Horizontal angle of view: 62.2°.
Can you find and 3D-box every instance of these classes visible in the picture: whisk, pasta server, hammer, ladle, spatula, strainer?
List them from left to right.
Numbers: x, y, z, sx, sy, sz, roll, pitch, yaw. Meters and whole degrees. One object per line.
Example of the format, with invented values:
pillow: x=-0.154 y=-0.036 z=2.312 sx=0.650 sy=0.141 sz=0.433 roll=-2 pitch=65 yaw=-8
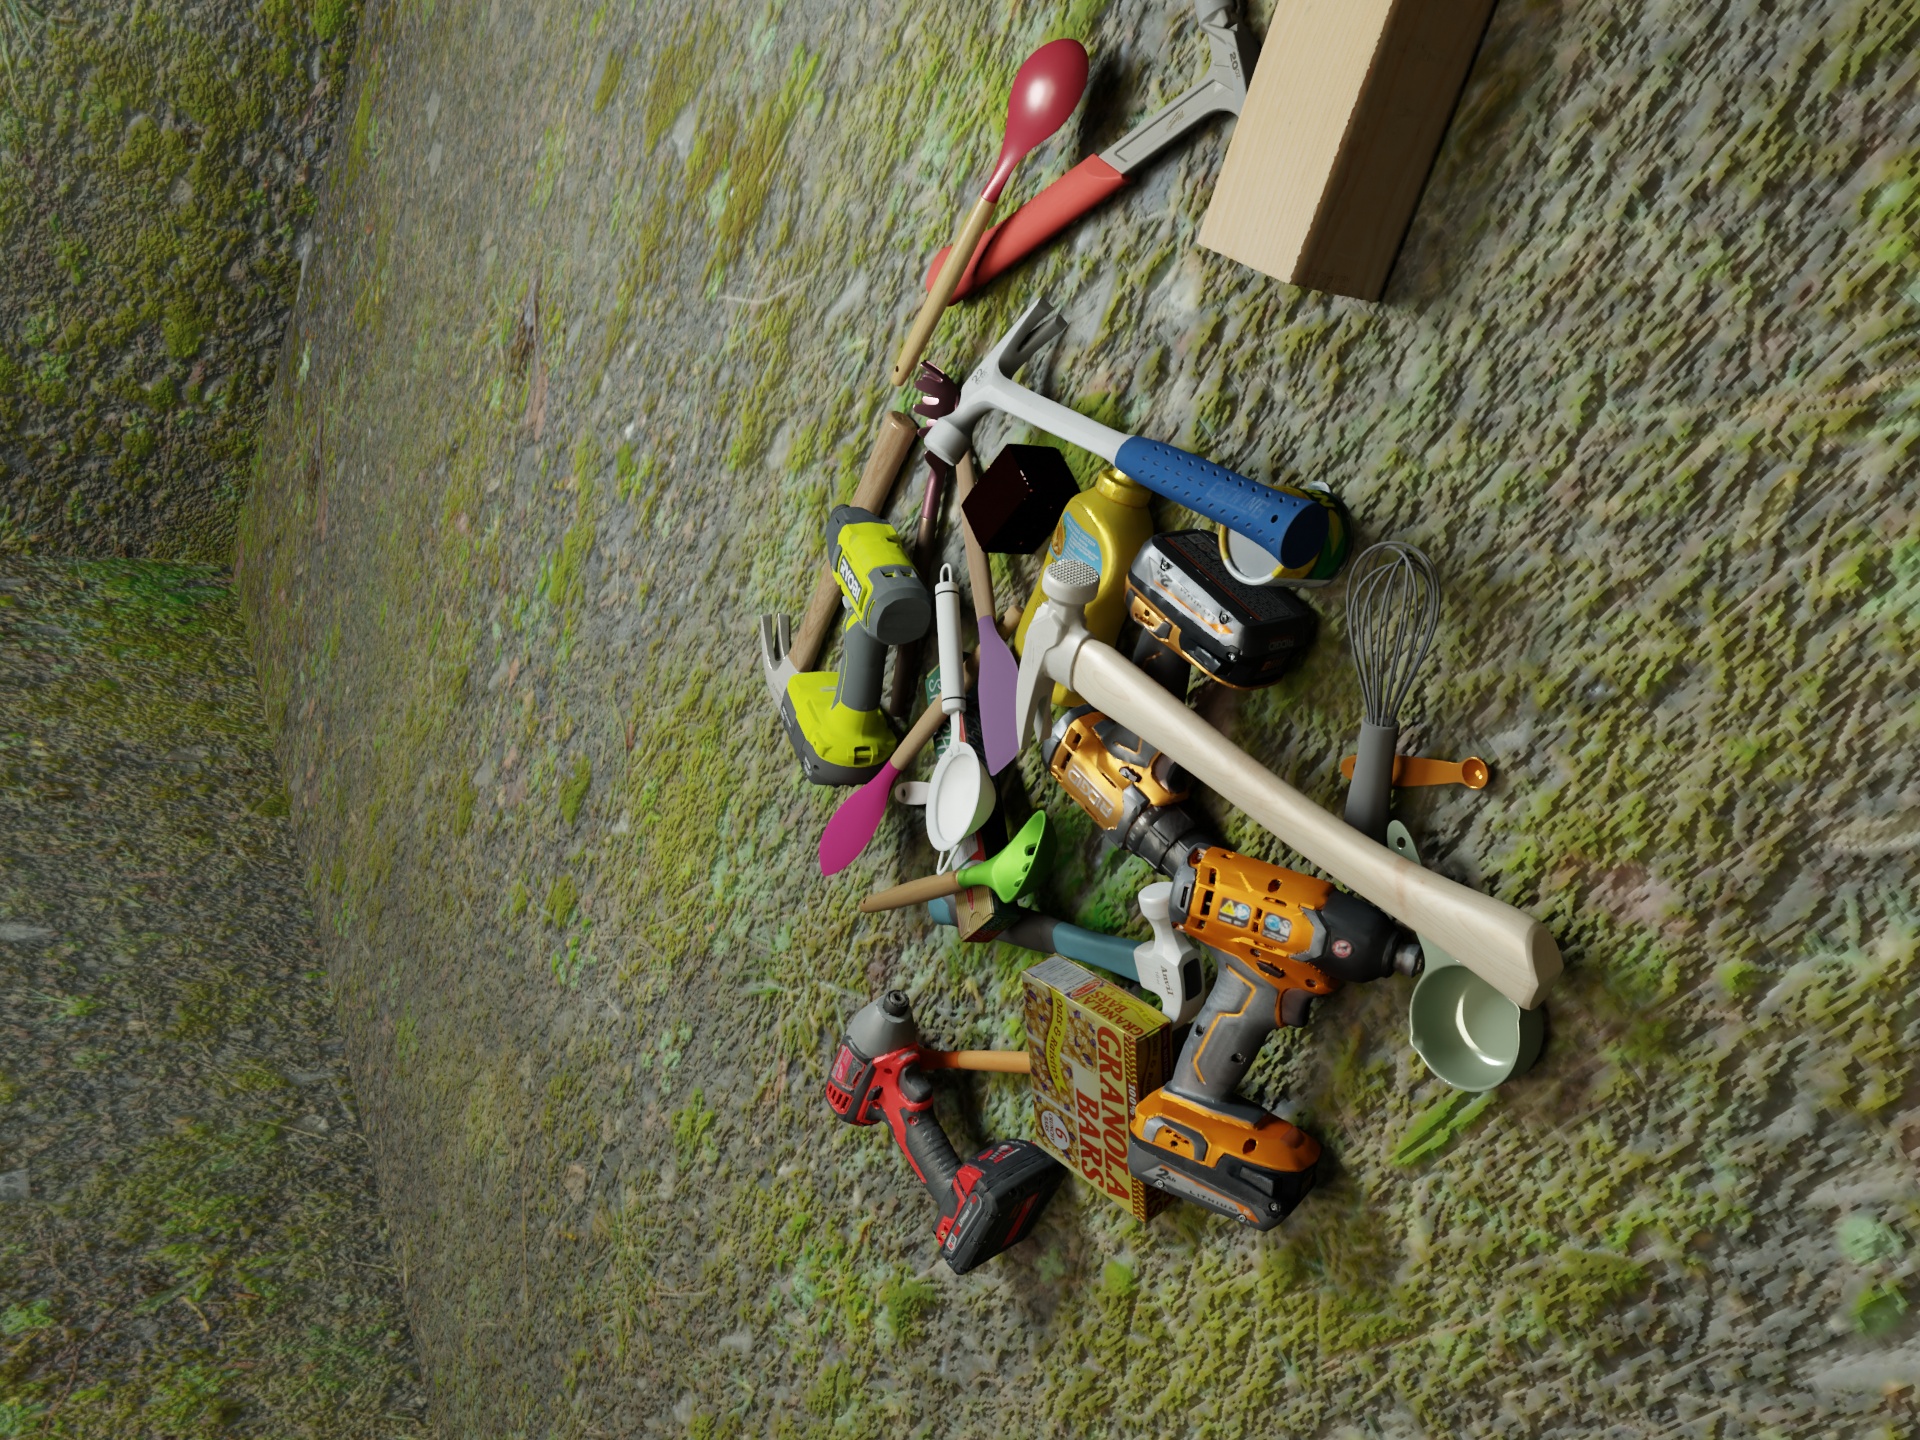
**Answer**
hammer: x=-0.115 y=-0.143 z=1.495 sx=0.130 sy=0.031 sz=0.331 roll=54 pitch=131 yaw=36
pasta server: x=-0.039 y=-0.153 z=1.389 sx=0.060 sy=0.040 sz=0.316 roll=-73 pitch=-6 yaw=-71
strainer: x=-0.002 y=-0.004 z=1.256 sx=0.087 sy=0.050 sz=0.259 roll=-30 pitch=59 yaw=56
ladle: x=0.012 y=-0.392 z=1.259 sx=0.069 sy=0.031 sz=0.315 roll=60 pitch=136 yaw=30
spatula: x=0.019 y=-0.102 z=1.268 sx=0.059 sy=0.018 sz=0.316 roll=-46 pitch=42 yaw=45
spatula: x=0.026 y=0.285 z=1.341 sx=0.323 sy=0.041 sz=0.081 roll=-11 pitch=84 yaw=48
hammer: x=0.072 y=0.167 z=1.243 sx=0.331 sy=0.033 sz=0.128 roll=6 pitch=116 yaw=57
hammer: x=0.092 y=-0.393 z=1.205 sx=0.359 sy=0.036 sz=0.149 roll=-20 pitch=76 yaw=51
hammer: x=0.113 y=-0.194 z=1.105 sx=0.144 sy=0.035 sz=0.406 roll=-54 pitch=38 yaw=3
hammer: x=0.188 y=0.053 z=1.001 sx=0.411 sy=0.038 sz=0.146 roll=38 pitch=133 yaw=34
whisk: x=0.256 y=0.002 z=0.979 sx=0.055 sy=0.055 sz=0.238 roll=31 pitch=128 yaw=48

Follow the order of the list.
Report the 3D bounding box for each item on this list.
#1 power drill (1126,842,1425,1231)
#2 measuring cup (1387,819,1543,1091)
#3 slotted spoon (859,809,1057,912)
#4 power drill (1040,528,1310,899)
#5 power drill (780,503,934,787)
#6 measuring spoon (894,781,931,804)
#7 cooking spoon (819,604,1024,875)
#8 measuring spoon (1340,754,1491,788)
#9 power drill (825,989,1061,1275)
power drill: x=0.203 y=0.209 z=1.041 sx=0.164 sy=0.084 sz=0.226 roll=16 pitch=103 yaw=27
measuring cup: x=0.298 y=0.138 z=0.960 sx=0.083 sy=0.038 sz=0.168 roll=-37 pitch=61 yaw=48
slotted spoon: x=-0.007 y=0.125 z=1.244 sx=0.314 sy=0.031 sz=0.070 roll=-25 pitch=42 yaw=58
power drill: x=0.158 y=0.005 z=1.105 sx=0.186 sy=0.084 sz=0.226 roll=47 pitch=132 yaw=31
power drill: x=-0.095 y=-0.068 z=1.402 sx=0.171 sy=0.080 sz=0.223 roll=-120 pitch=37 yaw=-45
measuring spoon: x=-0.023 y=0.063 z=1.403 sx=0.124 sy=0.018 sz=0.034 roll=-4 pitch=90 yaw=60
cooking spoon: x=-0.040 y=0.019 z=1.334 sx=0.318 sy=0.017 sz=0.069 roll=-51 pitch=34 yaw=30
measuring spoon: x=0.285 y=0.031 z=0.997 sx=0.117 sy=0.011 sz=0.021 roll=0 pitch=99 yaw=56
power drill: x=-0.024 y=0.333 z=1.326 sx=0.220 sy=0.078 sz=0.143 roll=45 pitch=131 yaw=30
